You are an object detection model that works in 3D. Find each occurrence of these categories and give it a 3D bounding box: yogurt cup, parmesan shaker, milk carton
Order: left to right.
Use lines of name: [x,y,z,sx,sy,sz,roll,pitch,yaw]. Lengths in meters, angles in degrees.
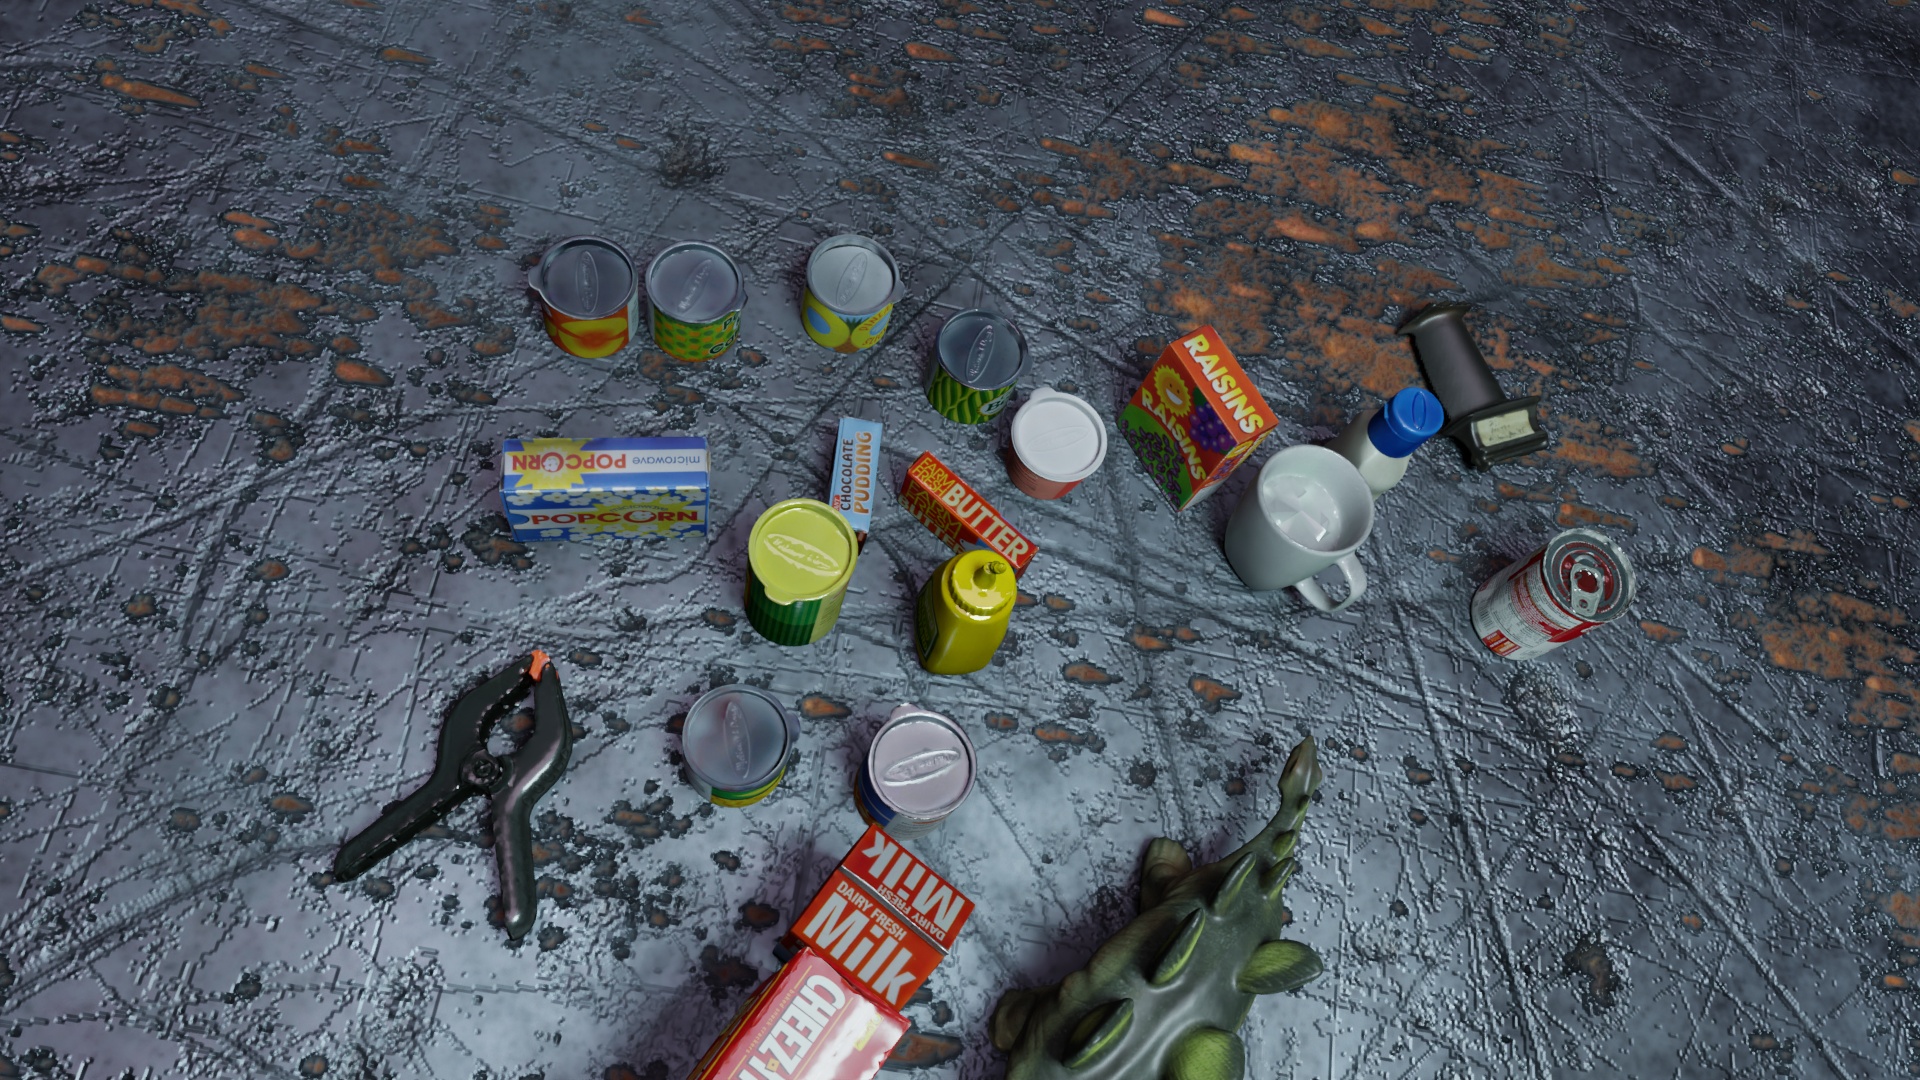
parmesan shaker: [-0.105,0.025,0.885,0.071,0.102,0.071,4,68,-10]
milk carton: [-0.050,0.215,0.773,0.072,0.189,0.074,37,67,4]
yogurt cup: [0.064,-0.063,0.982,0.072,0.053,0.072,4,68,-10]

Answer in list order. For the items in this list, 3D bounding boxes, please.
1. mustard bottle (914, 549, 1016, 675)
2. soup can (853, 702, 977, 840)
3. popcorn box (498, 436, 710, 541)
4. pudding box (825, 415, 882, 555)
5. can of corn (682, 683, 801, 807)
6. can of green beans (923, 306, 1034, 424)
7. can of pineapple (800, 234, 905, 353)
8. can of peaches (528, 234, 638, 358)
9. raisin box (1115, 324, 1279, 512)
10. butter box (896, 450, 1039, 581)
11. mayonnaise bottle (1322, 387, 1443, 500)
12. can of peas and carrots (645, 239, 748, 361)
mustard bottle: [0.005,0.039,0.871,0.049,0.159,0.065,-3,70,-12]
soup can: [-0.030,0.145,0.863,0.071,0.083,0.071,4,68,-10]
popcorn box: [-0.226,-0.032,0.894,0.127,0.085,0.038,-2,69,-12]
pudding box: [-0.075,-0.037,0.946,0.030,0.049,0.084,9,67,-8]
can of corn: [-0.137,0.128,0.862,0.071,0.058,0.071,4,68,-10]
can of green beans: [0.010,-0.124,0.993,0.071,0.057,0.071,4,68,-10]
can of pineapple: [-0.079,-0.175,0.996,0.071,0.057,0.071,4,68,-10]
can of peaches: [-0.258,-0.167,0.956,0.071,0.057,0.071,4,68,-10]
raisin box: [0.163,-0.083,0.972,0.040,0.123,0.086,-27,76,-20]
butter box: [0.003,-0.012,0.950,0.103,0.053,0.024,42,67,6]
mayonnaise bottle: [0.286,-0.058,0.974,0.041,0.147,0.065,12,67,-7]
can of peas and carrots: [-0.183,-0.166,0.970,0.071,0.058,0.071,4,68,-10]
